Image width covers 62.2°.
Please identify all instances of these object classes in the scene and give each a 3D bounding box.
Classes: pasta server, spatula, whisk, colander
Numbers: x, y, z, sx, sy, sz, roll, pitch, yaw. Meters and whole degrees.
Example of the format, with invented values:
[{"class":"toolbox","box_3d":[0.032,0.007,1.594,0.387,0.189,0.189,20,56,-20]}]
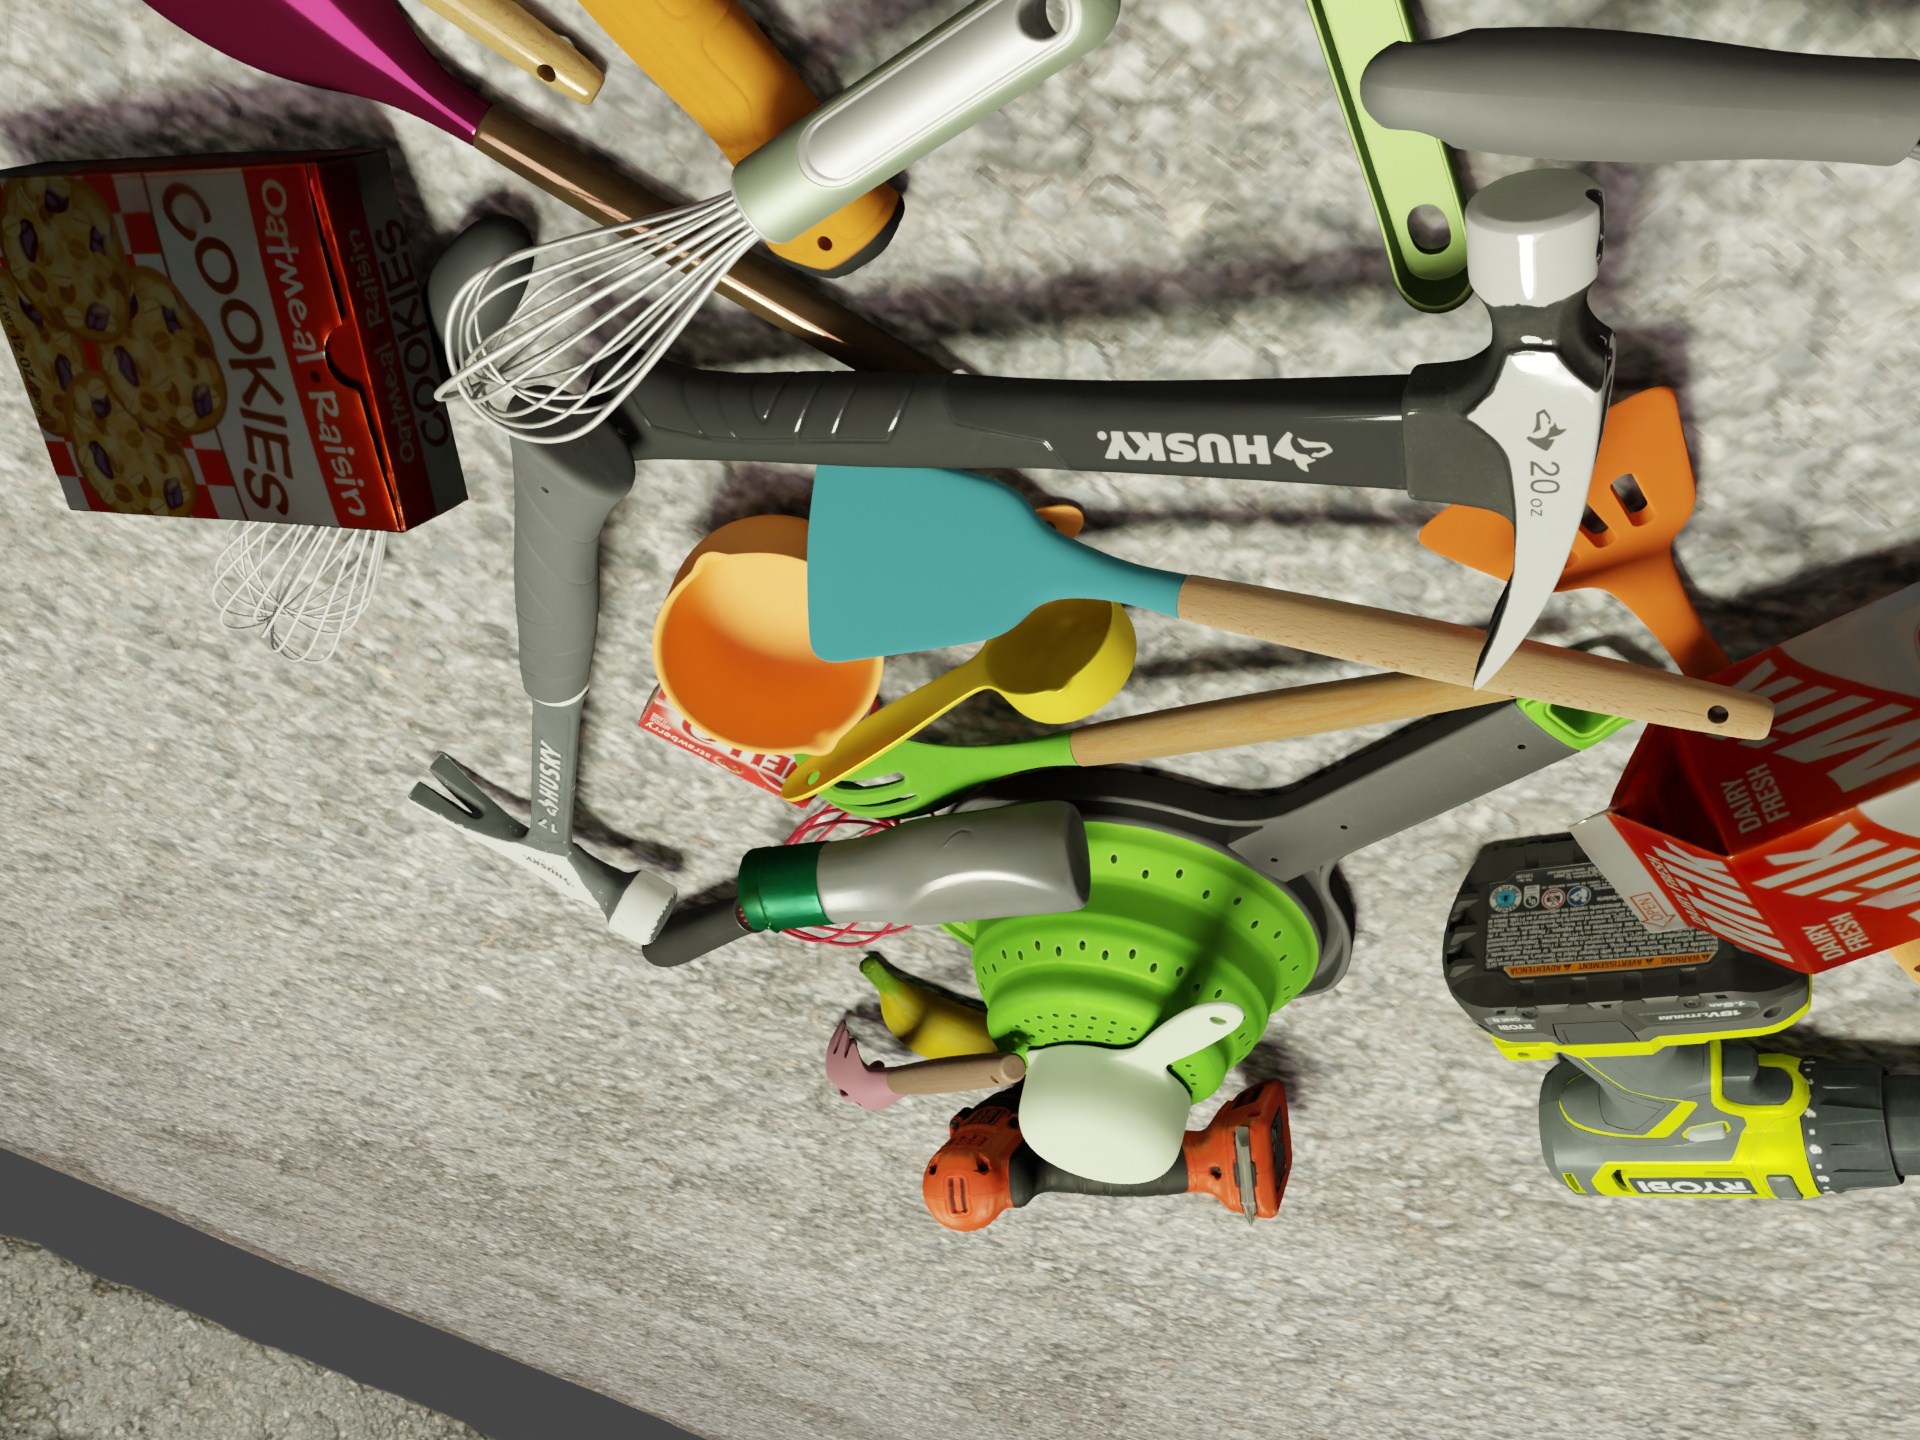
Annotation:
[{"class":"pasta server","box_3d":[-0.021,0.185,0.851,0.060,0.040,0.316,40,158,-5]},{"class":"spatula","box_3d":[0.271,0.008,0.543,0.081,0.041,0.322,-33,120,28]},{"class":"whisk","box_3d":[-0.098,0.096,0.828,0.073,0.073,0.296,35,147,-22]},{"class":"spatula","box_3d":[0.095,-0.032,0.527,0.318,0.044,0.082,14,111,25]},{"class":"whisk","box_3d":[0.209,-0.134,0.354,0.239,0.055,0.055,4,144,2]},{"class":"whisk","box_3d":[-0.062,-0.141,0.443,0.246,0.059,0.057,-21,103,32]},{"class":"whisk","box_3d":[-0.232,-0.105,0.623,0.070,0.070,0.284,34,137,-20]},{"class":"colander","box_3d":[0.119,0.088,0.683,0.204,0.095,0.397,32,143,-18]}]

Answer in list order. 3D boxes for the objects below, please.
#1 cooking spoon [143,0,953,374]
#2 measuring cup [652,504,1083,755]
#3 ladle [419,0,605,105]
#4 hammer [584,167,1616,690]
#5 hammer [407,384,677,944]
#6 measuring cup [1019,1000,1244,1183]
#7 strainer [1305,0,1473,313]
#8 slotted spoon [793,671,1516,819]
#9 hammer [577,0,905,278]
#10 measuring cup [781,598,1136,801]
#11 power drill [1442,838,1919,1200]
[{"class":"cooking spoon","box_3d":[-0.128,-0.176,0.506,0.318,0.017,0.068,28,144,-13]},{"class":"measuring cup","box_3d":[-0.034,-0.052,0.612,0.173,0.052,0.095,-23,118,12]},{"class":"ladle","box_3d":[-0.236,-0.266,0.427,0.315,0.031,0.069,31,143,-20]},{"class":"hammer","box_3d":[0.021,-0.087,0.490,0.335,0.035,0.146,7,136,27]},{"class":"hammer","box_3d":[-0.180,-0.010,0.695,0.149,0.036,0.408,29,150,0]},{"class":"measuring cup","box_3d":[0.077,0.160,0.680,0.083,0.038,0.167,24,148,-7]},{"class":"strainer","box_3d":[0.075,-0.184,0.357,0.151,0.069,0.256,-6,137,31]},{"class":"slotted spoon","box_3d":[0.068,0.006,0.618,0.314,0.031,0.070,-10,147,27]},{"class":"hammer","box_3d":[-0.125,-0.246,0.397,0.127,0.034,0.336,-15,133,40]},{"class":"measuring cup","box_3d":[-0.001,-0.002,0.615,0.156,0.062,0.029,-30,132,19]},{"class":"power drill","box_3d":[0.324,0.139,0.678,0.190,0.080,0.228,-11,138,35]}]
